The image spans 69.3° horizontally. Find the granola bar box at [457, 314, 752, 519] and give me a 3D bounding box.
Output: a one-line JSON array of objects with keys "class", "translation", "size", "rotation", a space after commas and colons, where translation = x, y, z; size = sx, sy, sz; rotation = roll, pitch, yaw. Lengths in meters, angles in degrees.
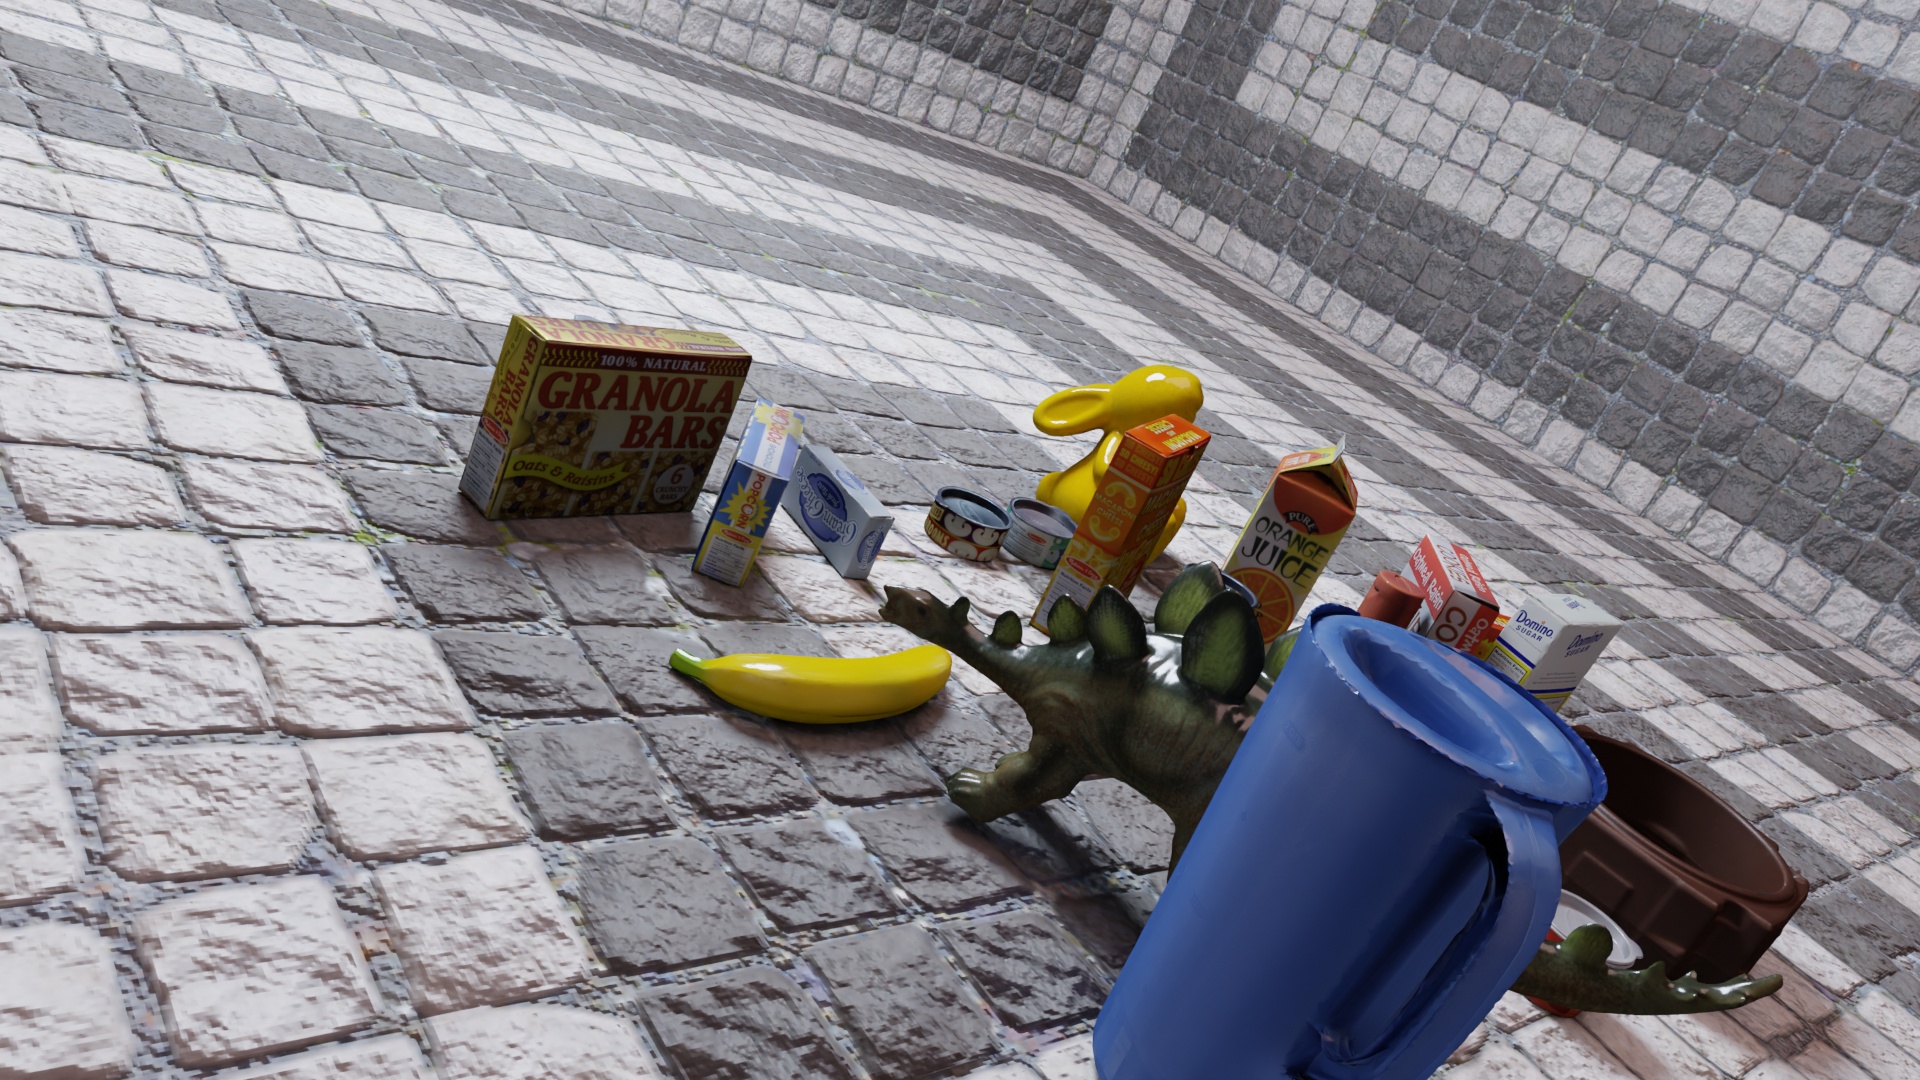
[{"class": "granola bar box", "translation": [-0.224, -0.077, 0.893], "size": [0.039, 0.123, 0.166], "rotation": [38, 25, 30]}]

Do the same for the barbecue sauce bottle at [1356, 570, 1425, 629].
[{"class": "barbecue sauce bottle", "translation": [0.290, 0.093, 1.026], "size": [0.044, 0.148, 0.065], "rotation": [23, 21, -6]}]

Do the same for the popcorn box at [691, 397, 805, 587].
[{"class": "popcorn box", "translation": [-0.142, -0.035, 0.938], "size": [0.038, 0.085, 0.127], "rotation": [21, 22, -10]}]

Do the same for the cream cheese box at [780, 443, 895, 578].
[{"class": "cream cheese box", "translation": [-0.090, -0.022, 1.007], "size": [0.024, 0.053, 0.104], "rotation": [5, 29, -41]}]

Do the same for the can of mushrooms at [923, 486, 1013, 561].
[{"class": "can of mushrooms", "translation": [0.004, -0.014, 1.118], "size": [0.071, 0.033, 0.071], "rotation": [22, 22, -9]}]

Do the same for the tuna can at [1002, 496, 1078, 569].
[{"class": "tuna can", "translation": [0.066, -0.006, 1.169], "size": [0.071, 0.032, 0.071], "rotation": [22, 22, -9]}]

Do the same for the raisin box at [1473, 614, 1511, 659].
[{"class": "raisin box", "translation": [0.407, 0.115, 1.136], "size": [0.086, 0.123, 0.040], "rotation": [17, 23, -21]}]

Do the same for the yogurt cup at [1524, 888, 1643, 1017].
[{"class": "yogurt cup", "translation": [0.376, 0.259, 0.868], "size": [0.072, 0.053, 0.073], "rotation": [22, 22, -9]}]

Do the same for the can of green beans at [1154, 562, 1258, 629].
[{"class": "can of green beans", "translation": [0.199, 0.060, 1.126], "size": [0.071, 0.057, 0.071], "rotation": [22, 22, -9]}]

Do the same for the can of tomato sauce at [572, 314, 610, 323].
[{"class": "can of tomato sauce", "translation": [-0.259, -0.106, 0.978], "size": [0.071, 0.082, 0.071], "rotation": [22, 22, -9]}]

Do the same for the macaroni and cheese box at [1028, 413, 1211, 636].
[{"class": "macaroni and cheese box", "translation": [0.124, -0.009, 1.058], "size": [0.040, 0.165, 0.124], "rotation": [32, 22, 16]}]

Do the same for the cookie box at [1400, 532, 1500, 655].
[{"class": "cookie box", "translation": [0.342, 0.090, 1.063], "size": [0.040, 0.166, 0.123], "rotation": [25, 21, -1]}]

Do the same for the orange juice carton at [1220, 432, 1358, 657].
[{"class": "orange juice carton", "translation": [0.275, -0.002, 1.168], "size": [0.073, 0.192, 0.072], "rotation": [29, 21, 9]}]
